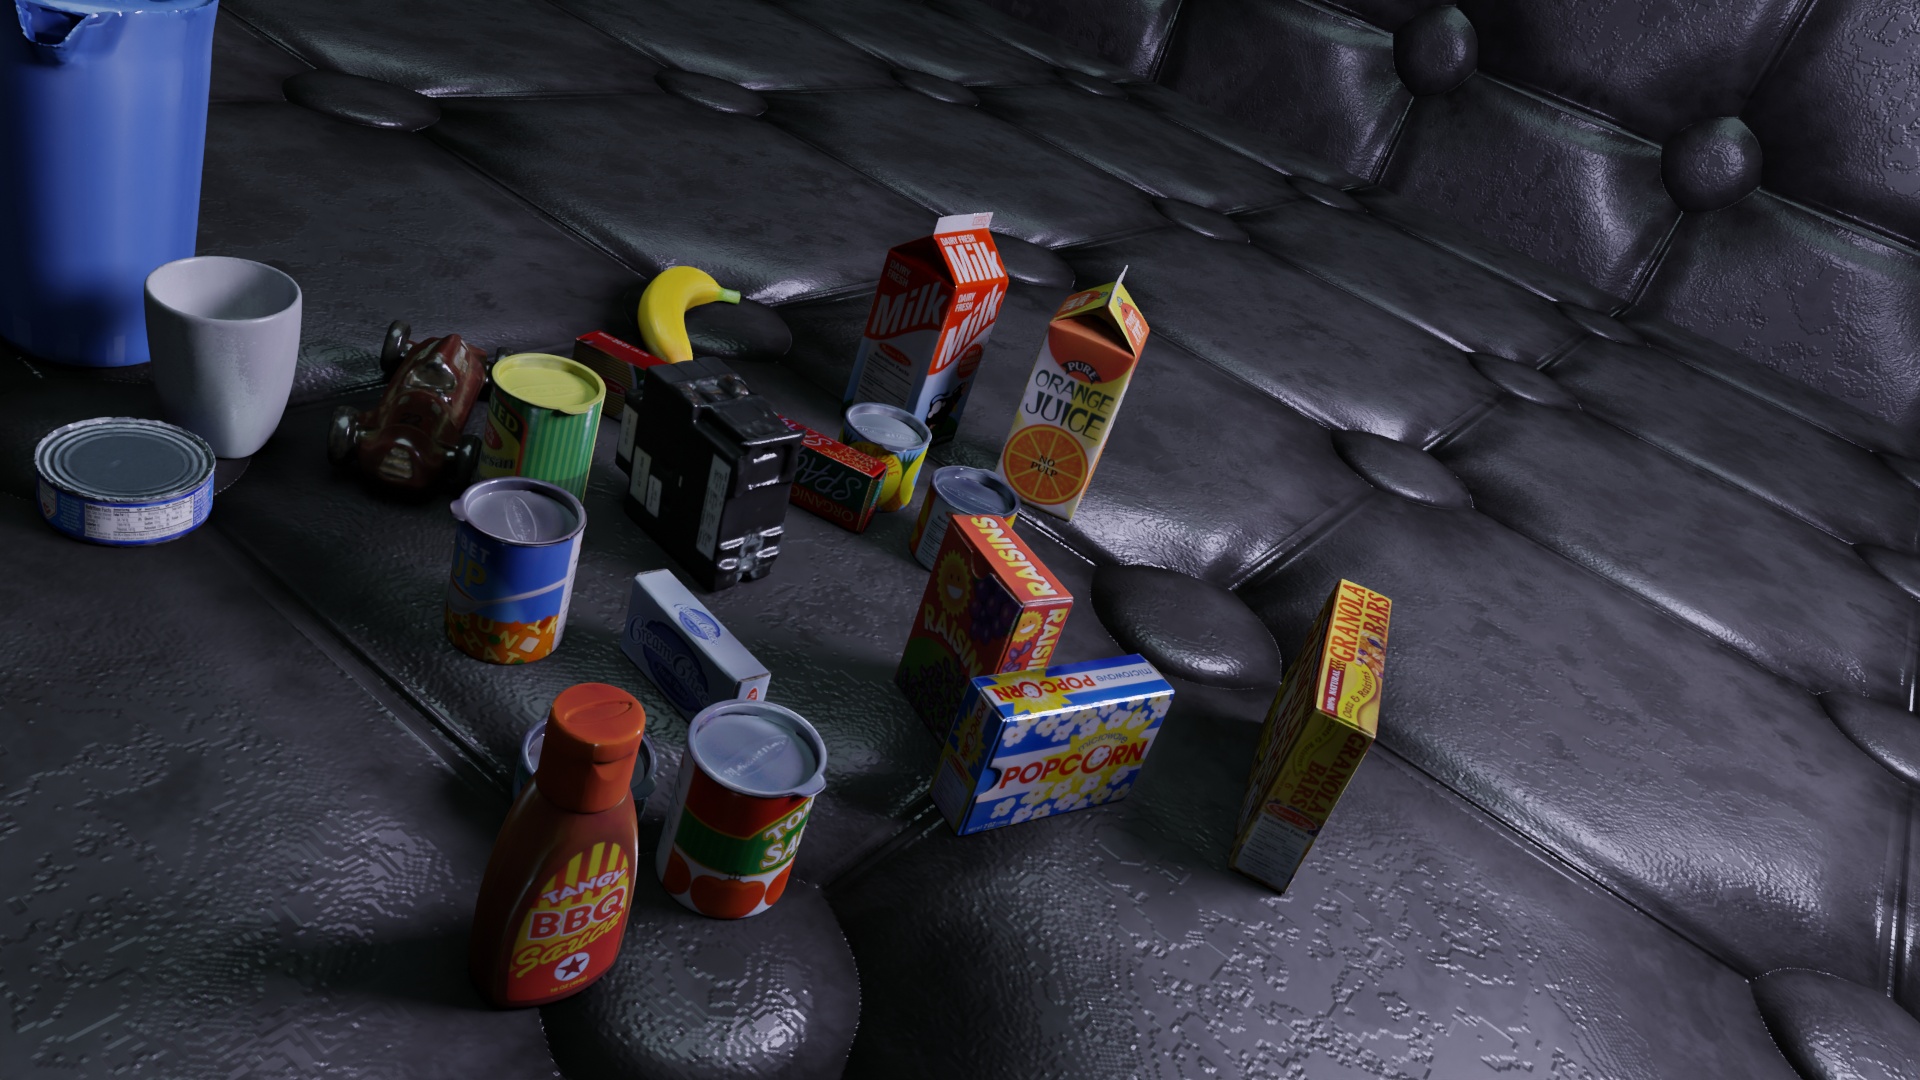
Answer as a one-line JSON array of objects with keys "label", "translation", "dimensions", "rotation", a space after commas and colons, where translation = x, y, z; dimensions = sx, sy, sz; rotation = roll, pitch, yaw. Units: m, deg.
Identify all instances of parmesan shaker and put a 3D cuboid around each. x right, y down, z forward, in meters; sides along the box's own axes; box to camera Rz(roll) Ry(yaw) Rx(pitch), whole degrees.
[{"label": "parmesan shaker", "translation": [-0.260, -0.053, 0.857], "dimensions": [0.071, 0.102, 0.071], "rotation": [15, 30, -9]}]

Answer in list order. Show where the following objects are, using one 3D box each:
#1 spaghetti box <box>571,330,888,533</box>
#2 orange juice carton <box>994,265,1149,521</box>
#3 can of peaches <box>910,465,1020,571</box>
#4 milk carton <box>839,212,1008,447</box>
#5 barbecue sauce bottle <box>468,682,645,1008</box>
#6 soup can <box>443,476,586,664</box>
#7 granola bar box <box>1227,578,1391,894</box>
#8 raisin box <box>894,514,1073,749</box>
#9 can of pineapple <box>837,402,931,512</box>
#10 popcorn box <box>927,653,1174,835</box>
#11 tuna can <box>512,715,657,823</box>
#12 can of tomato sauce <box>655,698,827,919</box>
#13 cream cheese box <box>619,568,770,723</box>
[{"label": "spaghetti box", "translation": [-0.170, -0.080, 1.008], "dimensions": [0.250, 0.050, 0.029], "rotation": [25, 30, 9]}, {"label": "orange juice carton", "translation": [0.092, -0.120, 1.087], "dimensions": [0.073, 0.191, 0.072], "rotation": [23, 29, 5]}, {"label": "can of peaches", "translation": [0.004, -0.012, 0.992], "dimensions": [0.071, 0.057, 0.071], "rotation": [15, 30, -9]}, {"label": "milk carton", "translation": [-0.024, -0.171, 1.105], "dimensions": [0.073, 0.189, 0.072], "rotation": [35, 32, 24]}, {"label": "barbecue sauce bottle", "translation": [-0.162, 0.126, 0.572], "dimensions": [0.065, 0.147, 0.044], "rotation": [-10, 41, -41]}, {"label": "soup can", "translation": [-0.250, 0.017, 0.767], "dimensions": [0.071, 0.083, 0.072], "rotation": [15, 30, -9]}, {"label": "granola bar box", "translation": [0.213, 0.113, 0.841], "dimensions": [0.039, 0.123, 0.166], "rotation": [24, 30, 8]}, {"label": "raisin box", "translation": [0.010, 0.058, 0.812], "dimensions": [0.040, 0.122, 0.086], "rotation": [-2, 36, -34]}, {"label": "can of pineapple", "translation": [-0.062, -0.061, 1.034], "dimensions": [0.071, 0.057, 0.071], "rotation": [15, 30, -9]}, {"label": "popcorn box", "translation": [0.052, 0.114, 0.784], "dimensions": [0.127, 0.084, 0.038], "rotation": [-4, 37, -36]}, {"label": "tuna can", "translation": [-0.184, 0.119, 0.688], "dimensions": [0.071, 0.032, 0.071], "rotation": [15, 30, -9]}, {"label": "can of tomato sauce", "translation": [-0.104, 0.130, 0.666], "dimensions": [0.071, 0.082, 0.071], "rotation": [15, 30, -9]}, {"label": "cream cheese box", "translation": [-0.150, 0.066, 0.774], "dimensions": [0.024, 0.053, 0.104], "rotation": [-14, 43, -45]}]
